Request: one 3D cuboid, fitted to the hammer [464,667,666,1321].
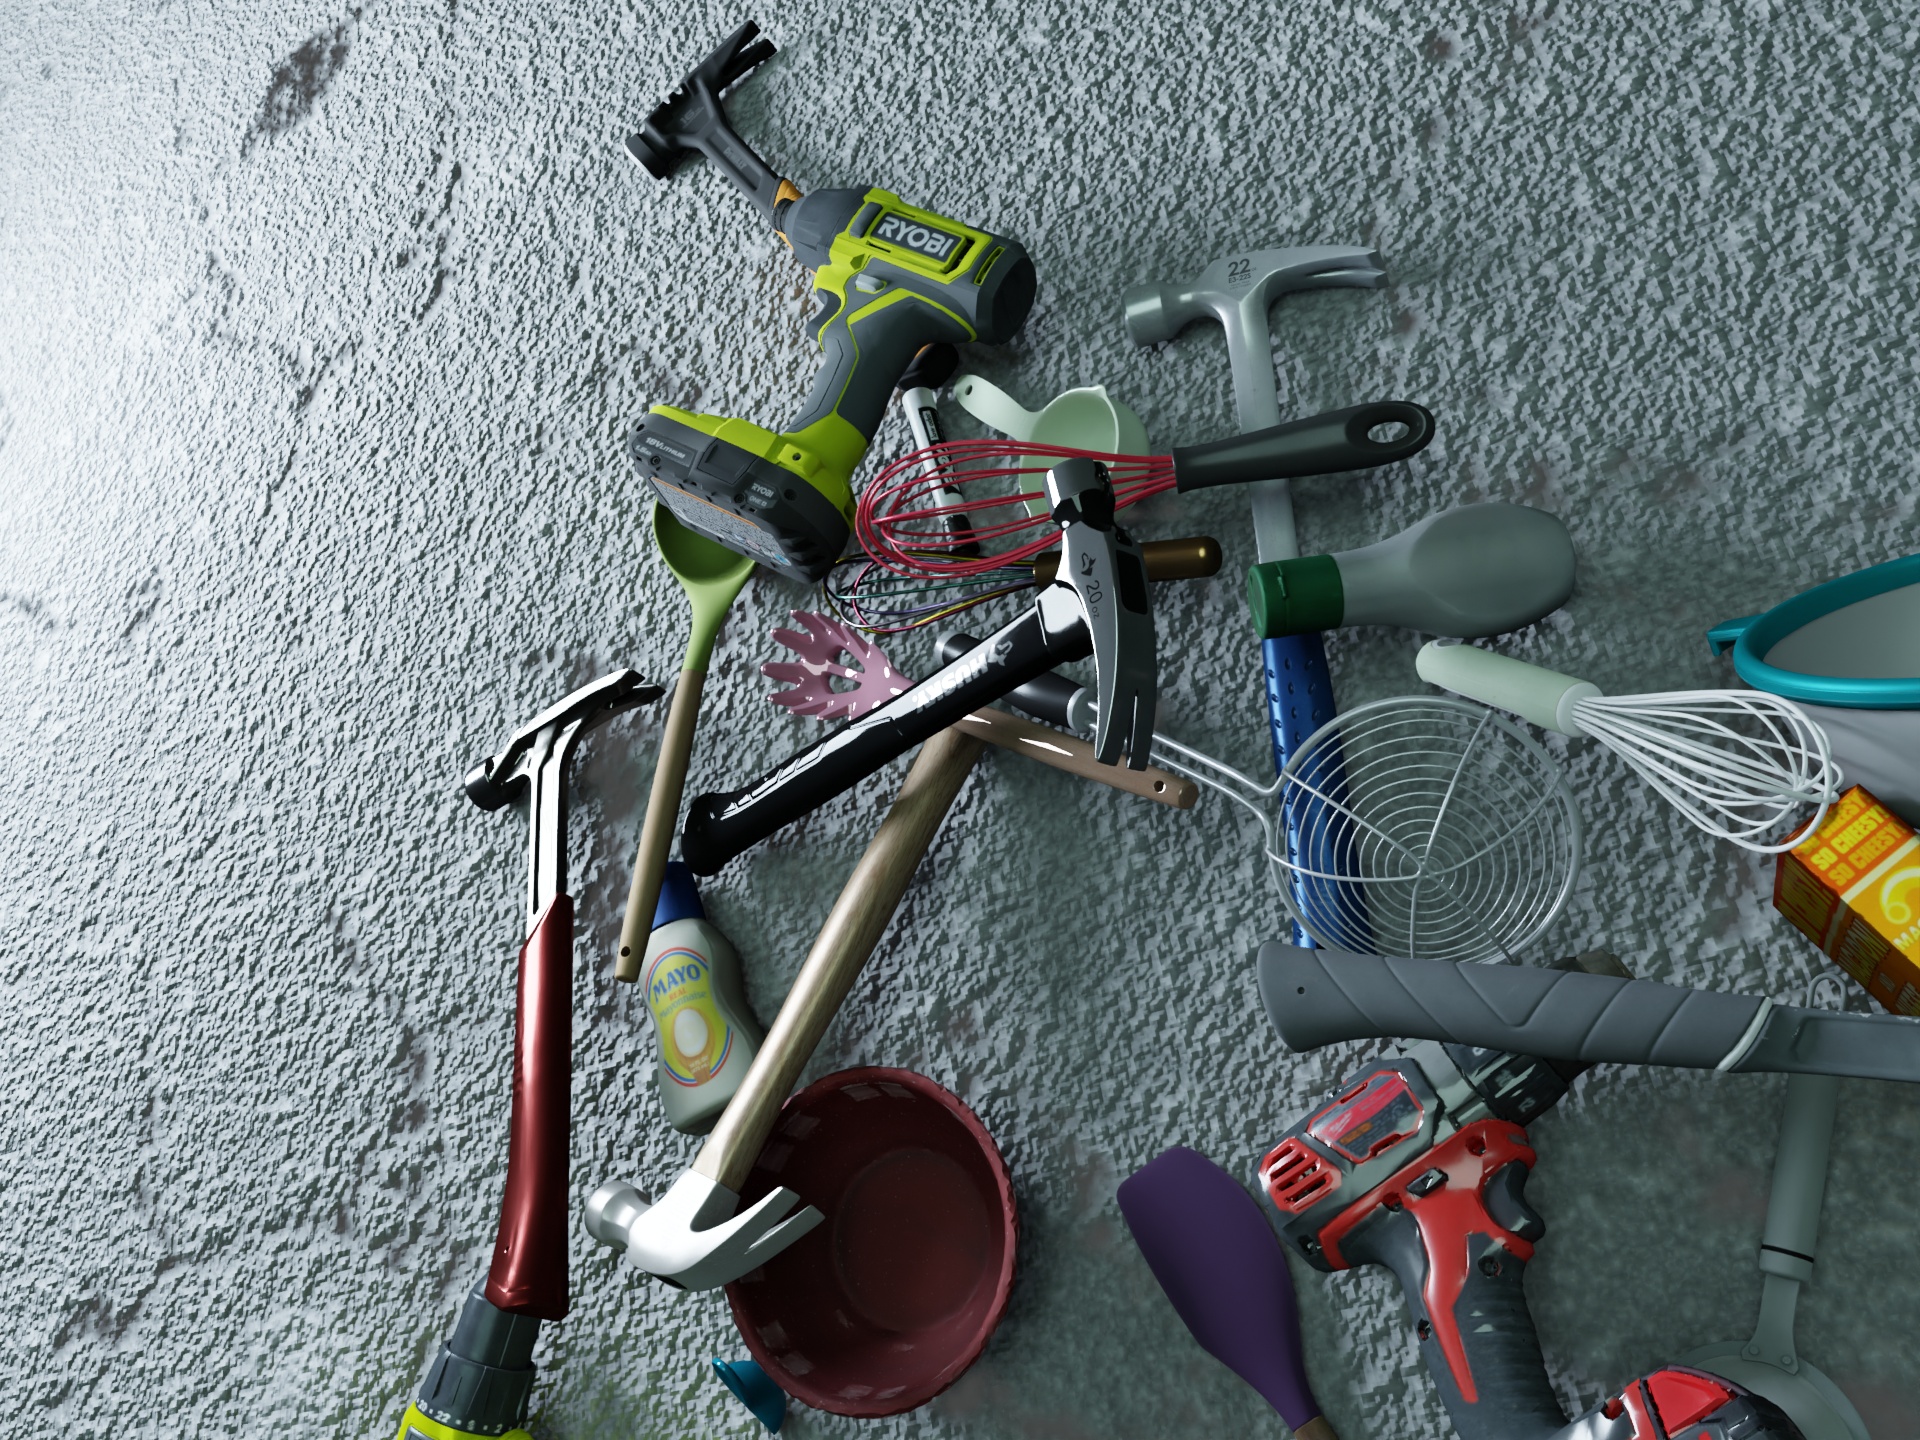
[{"bbox_3d":[-0.222,0.142,0.876,0.149,0.036,0.359,-28,50,25],"label":"hammer"}]

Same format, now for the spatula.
[{"bbox_3d":[0.166,0.326,0.686,0.060,0.018,0.316,-37,60,8],"label":"spatula"}]

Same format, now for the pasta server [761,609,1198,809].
[{"bbox_3d":[-0.001,-0.003,0.823,0.316,0.040,0.060,20,96,49],"label":"pasta server"}]

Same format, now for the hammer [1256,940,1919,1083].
[{"bbox_3d":[0.297,0.107,0.557,0.409,0.036,0.149,0,79,33],"label":"hammer"}]

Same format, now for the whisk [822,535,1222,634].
[{"bbox_3d":[0.027,-0.076,0.869,0.245,0.051,0.047,-3,94,31],"label":"whisk"}]

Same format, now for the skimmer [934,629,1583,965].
[{"bbox_3d":[0.120,0.013,0.775,0.364,0.090,0.127,28,116,50],"label":"skimmer"}]

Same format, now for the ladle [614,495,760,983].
[{"bbox_3d":[-0.164,-0.008,0.913,0.078,0.062,0.320,-3,62,20],"label":"ladle"}]

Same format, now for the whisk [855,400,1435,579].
[{"bbox_3d":[0.089,-0.124,0.805,0.296,0.073,0.073,-9,68,9],"label":"whisk"}]

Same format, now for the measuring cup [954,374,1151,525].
[{"bbox_3d":[0.049,-0.162,0.908,0.168,0.038,0.083,44,113,48],"label":"measuring cup"}]

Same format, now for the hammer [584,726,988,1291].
[{"bbox_3d":[-0.066,0.131,0.812,0.130,0.031,0.331,5,59,47],"label":"hammer"}]

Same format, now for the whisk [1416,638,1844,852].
[{"bbox_3d":[0.268,-0.002,0.672,0.246,0.057,0.059,-142,53,-68],"label":"whisk"}]

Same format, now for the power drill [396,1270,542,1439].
[{"bbox_3d":[-0.199,0.400,0.801,0.229,0.080,0.191,10,77,31],"label":"power drill"}]

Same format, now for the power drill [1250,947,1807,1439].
[{"bbox_3d":[0.238,0.214,0.633,0.188,0.080,0.227,-40,42,11],"label":"power drill"}]

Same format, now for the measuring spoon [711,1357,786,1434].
[{"bbox_3d":[-0.100,0.314,0.762,0.042,0.128,0.021,38,66,19],"label":"measuring spoon"}]

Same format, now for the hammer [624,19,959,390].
[{"bbox_3d":[-0.098,-0.329,1.035,0.127,0.034,0.337,-43,60,7],"label":"hammer"}]

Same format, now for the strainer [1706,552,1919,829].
[{"bbox_3d":[0.409,0.009,0.548,0.211,0.340,0.095,-15,102,13],"label":"strainer"}]

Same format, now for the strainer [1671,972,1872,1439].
[{"bbox_3d":[0.327,0.225,0.636,0.087,0.050,0.258,4,70,41],"label":"strainer"}]

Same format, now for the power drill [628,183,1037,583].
[{"bbox_3d":[-0.083,-0.204,0.914,0.171,0.080,0.223,26,75,23],"label":"power drill"}]

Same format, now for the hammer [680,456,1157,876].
[{"bbox_3d":[-0.035,0.010,0.814,0.335,0.035,0.146,-31,61,37],"label":"hammer"}]

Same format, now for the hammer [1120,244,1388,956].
[{"bbox_3d":[0.171,-0.068,0.814,0.144,0.035,0.406,-12,67,21],"label":"hammer"}]
